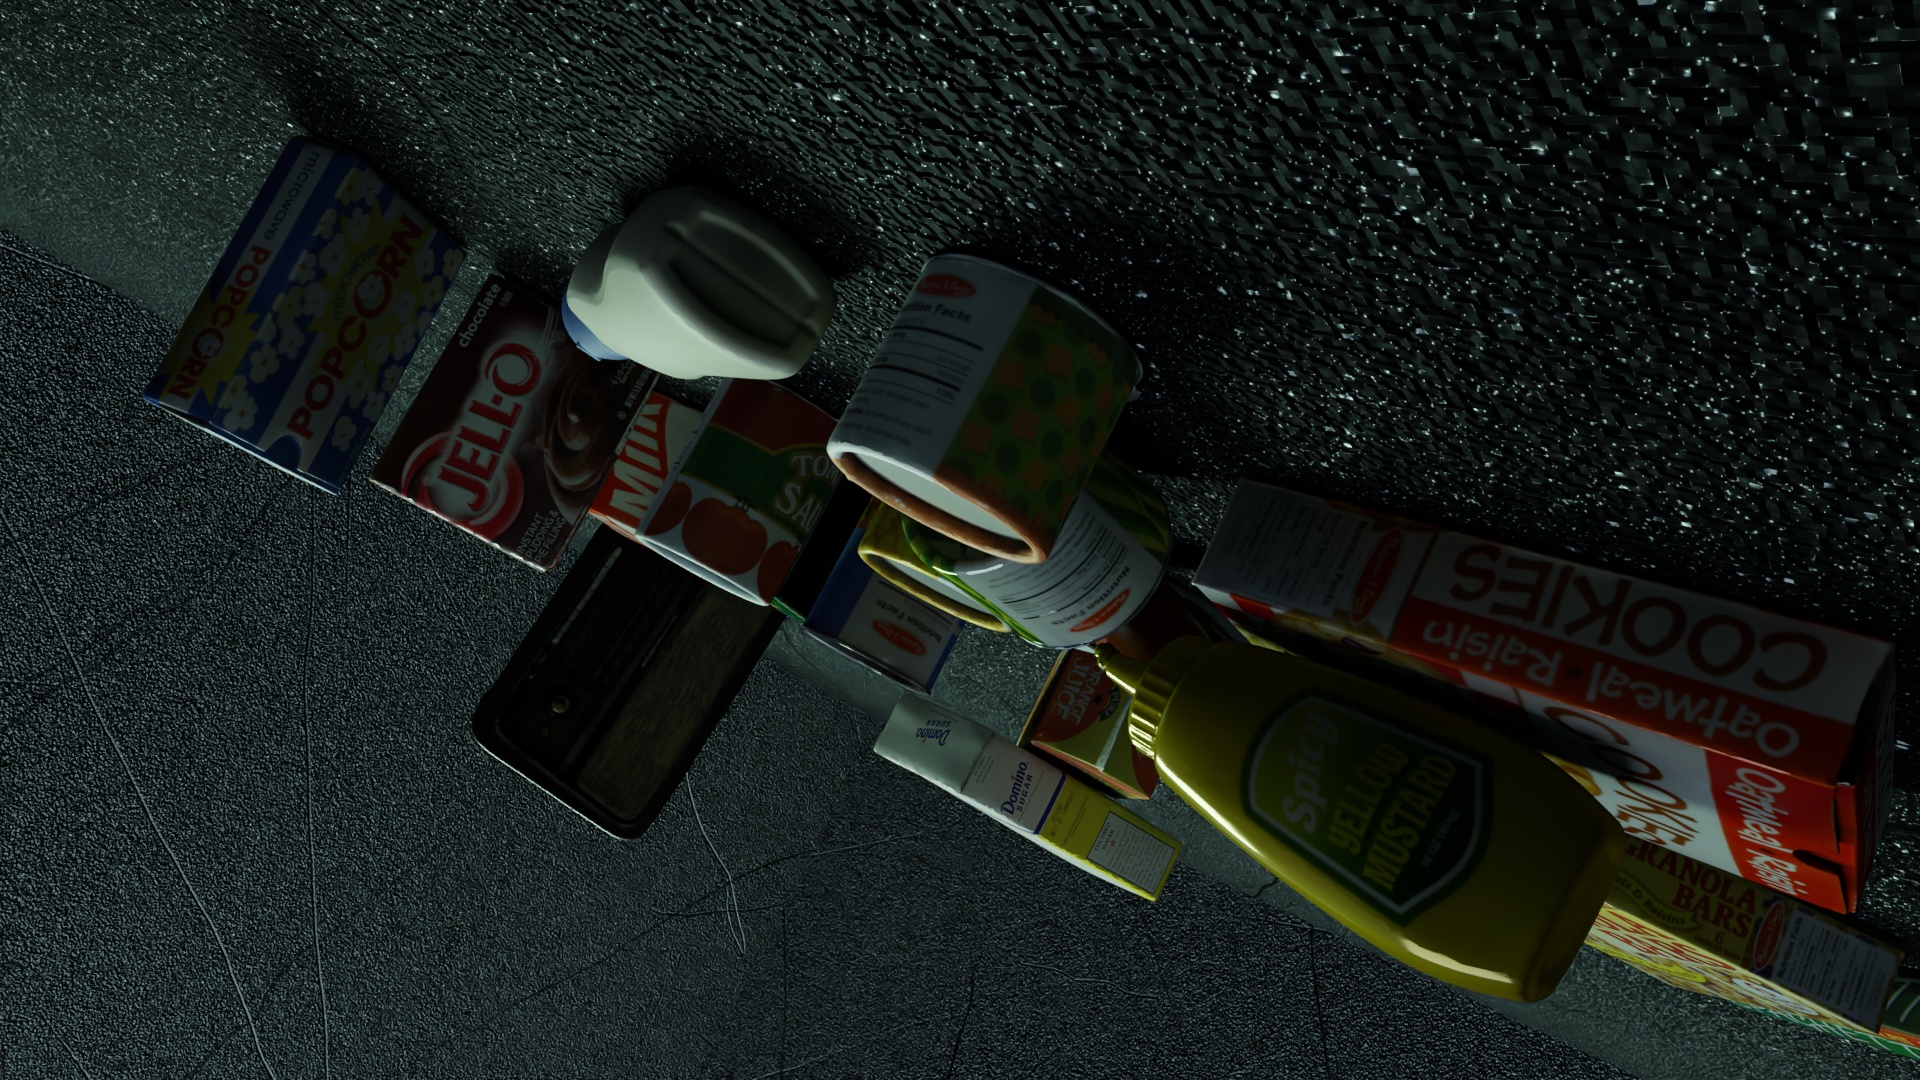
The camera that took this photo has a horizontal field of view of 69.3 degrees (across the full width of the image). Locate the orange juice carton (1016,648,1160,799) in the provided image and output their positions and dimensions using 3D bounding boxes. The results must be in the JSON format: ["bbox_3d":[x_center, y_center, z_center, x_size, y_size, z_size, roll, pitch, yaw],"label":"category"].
[{"bbox_3d":[0.084,0.102,0.804,0.073,0.072,0.192,26,170,3],"label":"orange juice carton"}]

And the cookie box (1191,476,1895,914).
[{"bbox_3d":[0.165,0.043,0.395,0.167,0.040,0.122,19,166,39],"label":"cookie box"}]

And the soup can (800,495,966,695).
[{"bbox_3d":[-0.025,0.019,0.637,0.071,0.084,0.071,27,169,6],"label":"soup can"}]

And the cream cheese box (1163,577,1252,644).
[{"bbox_3d":[0.089,0.036,0.598,0.104,0.024,0.053,28,168,-3],"label":"cream cheese box"}]

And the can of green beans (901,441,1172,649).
[{"bbox_3d":[0.024,-0.007,0.434,0.071,0.071,0.057,17,165,43],"label":"can of green beans"}]

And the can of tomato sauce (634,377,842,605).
[{"bbox_3d":[-0.091,-0.022,0.603,0.071,0.083,0.071,27,170,5],"label":"can of tomato sauce"}]

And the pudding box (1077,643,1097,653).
[{"bbox_3d":[0.039,0.028,0.670,0.049,0.030,0.083,32,169,-28],"label":"pudding box"}]

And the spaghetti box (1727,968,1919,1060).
[{"bbox_3d":[0.414,0.208,0.608,0.050,0.029,0.249,28,170,-7],"label":"spaghetti box"}]

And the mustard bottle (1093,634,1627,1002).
[{"bbox_3d":[0.096,0.064,0.390,0.160,0.065,0.048,26,174,37],"label":"mustard bottle"}]

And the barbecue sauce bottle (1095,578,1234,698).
[{"bbox_3d":[0.086,0.053,0.500,0.064,0.043,0.149,46,-177,-40],"label":"barbecue sauce bottle"}]

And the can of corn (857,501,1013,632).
[{"bbox_3d":[0.002,-0.006,0.514,0.071,0.058,0.071,26,169,6],"label":"can of corn"}]

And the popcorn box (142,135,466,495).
[{"bbox_3d":[-0.272,-0.093,0.588,0.038,0.127,0.085,20,168,16],"label":"popcorn box"}]

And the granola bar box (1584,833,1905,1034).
[{"bbox_3d":[0.315,0.168,0.634,0.124,0.039,0.165,26,170,5],"label":"granola bar box"}]

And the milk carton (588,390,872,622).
[{"bbox_3d":[-0.141,-0.026,0.739,0.191,0.073,0.072,23,169,24],"label":"milk carton"}]

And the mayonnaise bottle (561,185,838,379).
[{"bbox_3d":[-0.096,-0.080,0.456,0.064,0.041,0.148,35,169,-27],"label":"mayonnaise bottle"}]

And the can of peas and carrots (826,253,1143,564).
[{"bbox_3d":[0.008,-0.032,0.370,0.071,0.059,0.071,27,170,5],"label":"can of peas and carrots"}]
